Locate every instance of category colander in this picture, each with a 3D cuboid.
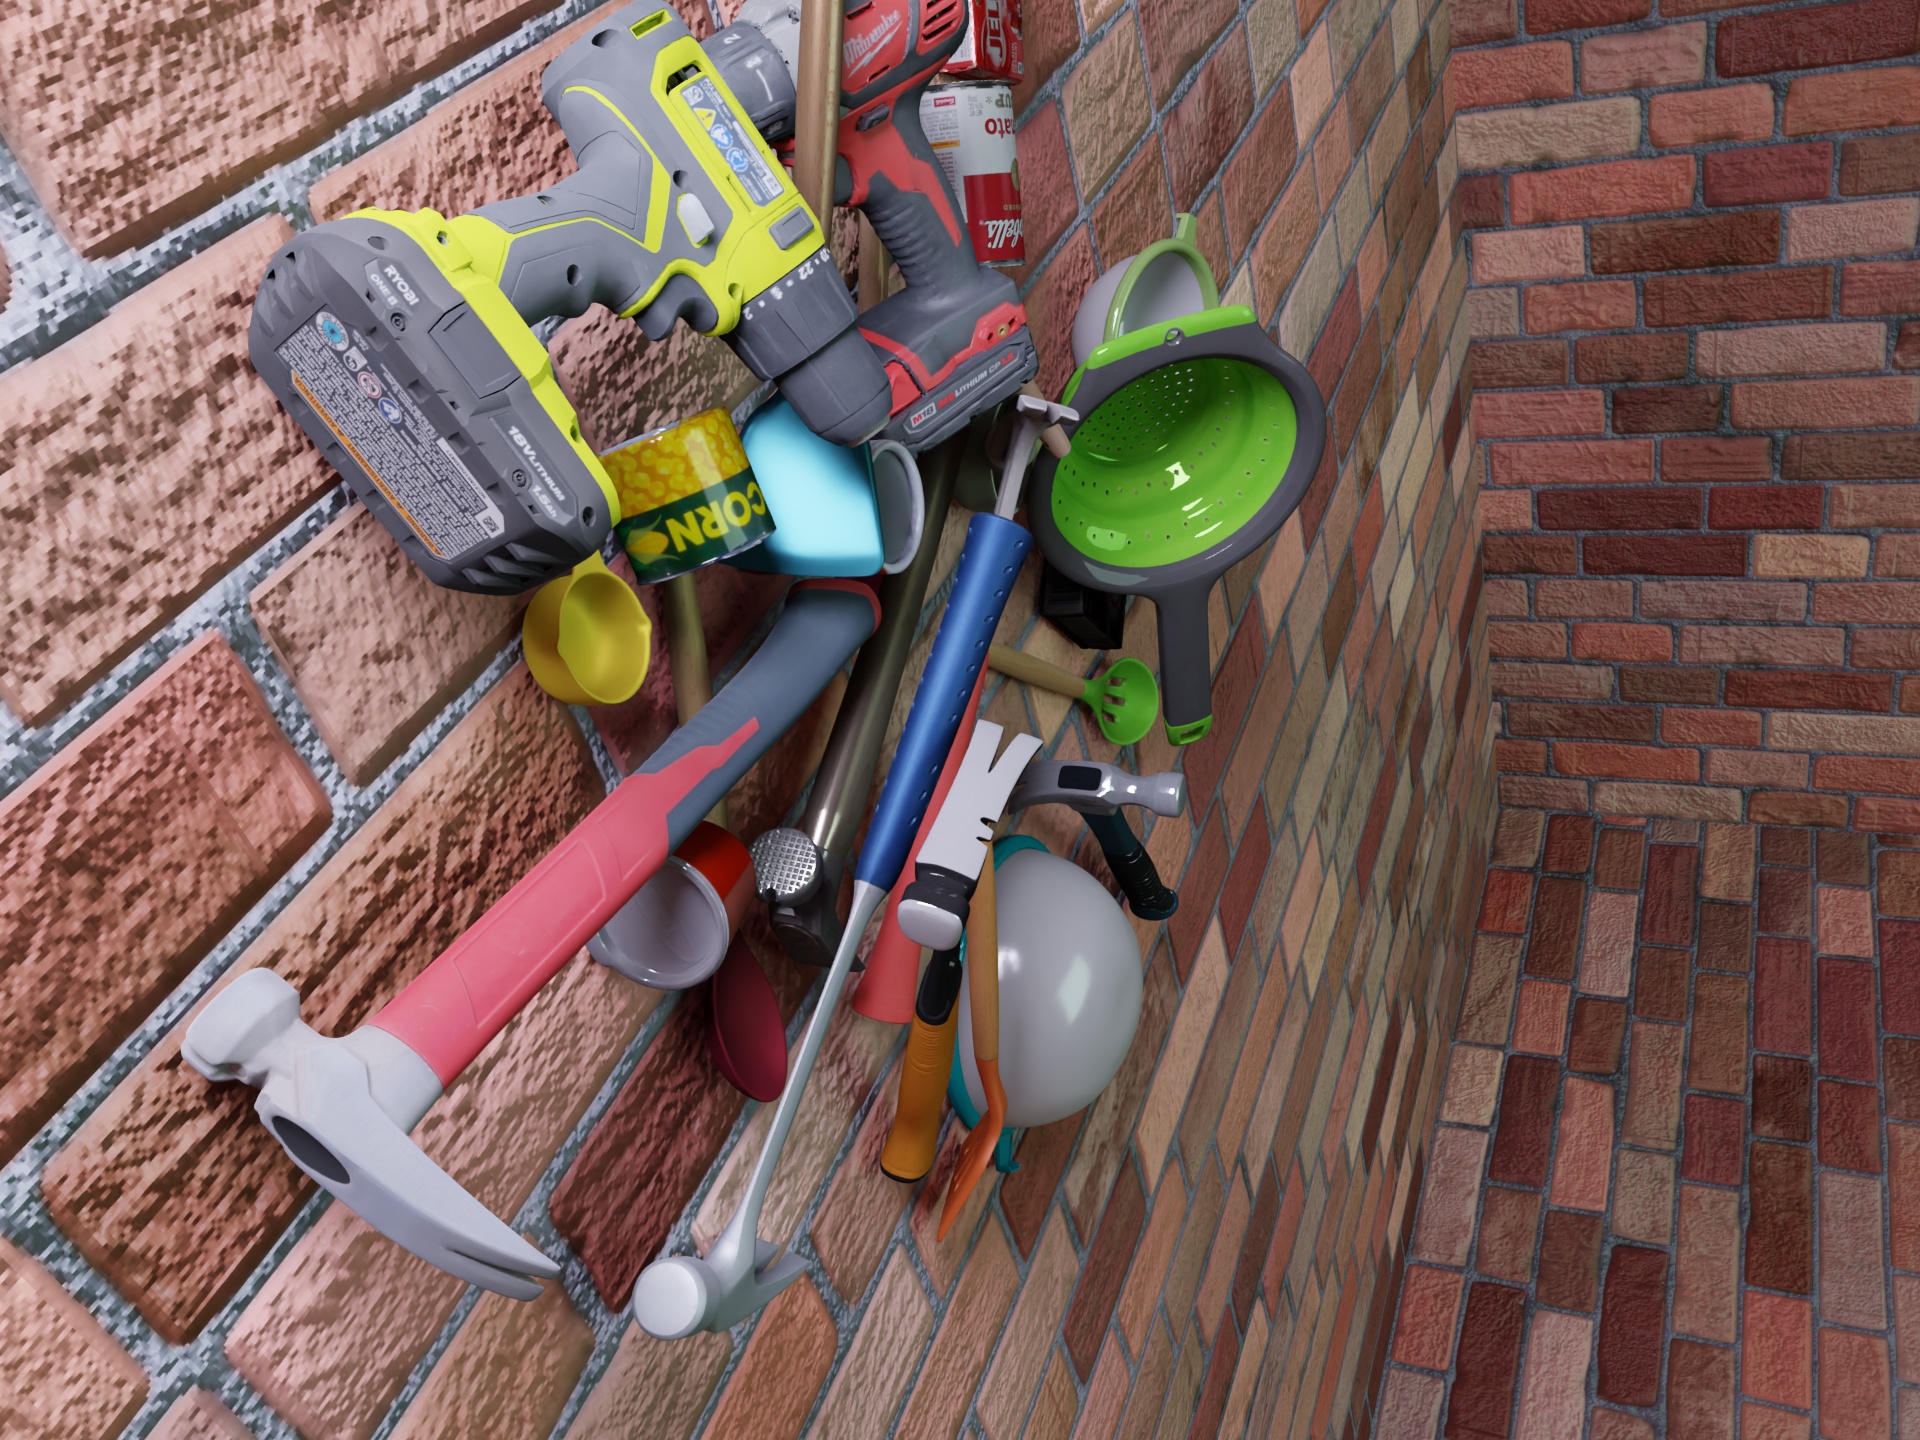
[{"bbox_3d":[0.141,-0.136,1.116,0.396,0.204,0.095,78,-7,-48],"label":"colander"}]

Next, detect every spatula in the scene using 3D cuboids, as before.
[{"bbox_3d":[0.006,0.180,0.950,0.081,0.041,0.322,-68,160,-55],"label":"spatula"},{"bbox_3d":[-0.064,-0.221,0.696,0.044,0.082,0.317,-83,178,-67],"label":"spatula"}]

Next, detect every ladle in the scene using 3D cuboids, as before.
[{"bbox_3d":[-0.121,0.036,0.765,0.069,0.031,0.315,-50,136,-71],"label":"ladle"}]

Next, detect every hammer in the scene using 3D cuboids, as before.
[{"bbox_3d":[-0.033,-0.063,0.896,0.146,0.038,0.411,74,28,-61],"label":"hammer"},{"bbox_3d":[-0.047,0.092,0.773,0.144,0.035,0.405,53,56,-70],"label":"hammer"},{"bbox_3d":[-0.001,-0.003,0.899,0.149,0.036,0.359,-148,-108,-82],"label":"hammer"},{"bbox_3d":[0.122,0.096,1.190,0.330,0.128,0.033,56,45,-64],"label":"hammer"},{"bbox_3d":[-0.012,0.150,0.852,0.336,0.034,0.127,99,12,-48],"label":"hammer"},{"bbox_3d":[-0.118,0.051,0.657,0.038,0.143,0.386,-50,-179,40],"label":"hammer"}]

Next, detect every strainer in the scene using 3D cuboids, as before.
[{"bbox_3d":[0.055,0.141,1.058,0.211,0.095,0.340,-63,146,-40],"label":"strainer"},{"bbox_3d":[0.096,-0.249,1.155,0.256,0.069,0.151,-45,136,-30],"label":"strainer"}]

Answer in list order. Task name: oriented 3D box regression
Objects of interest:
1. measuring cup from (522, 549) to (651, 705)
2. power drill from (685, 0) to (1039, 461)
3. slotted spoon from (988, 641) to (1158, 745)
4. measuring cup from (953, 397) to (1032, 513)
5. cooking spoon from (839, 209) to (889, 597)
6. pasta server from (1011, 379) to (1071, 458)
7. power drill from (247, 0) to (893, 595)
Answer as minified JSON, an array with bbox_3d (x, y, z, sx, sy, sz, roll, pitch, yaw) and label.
[{"bbox_3d":[-0.171,-0.081,0.664,0.062,0.029,0.156,-27,105,-61],"label":"measuring cup"},{"bbox_3d":[-0.060,-0.237,0.769,0.188,0.080,0.226,-37,134,-22],"label":"power drill"},{"bbox_3d":[0.074,-0.030,1.158,0.313,0.031,0.070,15,85,-61],"label":"slotted spoon"},{"bbox_3d":[0.029,-0.150,1.046,0.167,0.038,0.083,56,43,-60],"label":"measuring cup"},{"bbox_3d":[-0.049,-0.224,0.888,0.068,0.017,0.319,-15,108,-63],"label":"cooking spoon"},{"bbox_3d":[-0.011,-0.266,0.875,0.040,0.060,0.315,-43,128,-6],"label":"pasta server"},{"bbox_3d":[-0.128,-0.149,0.605,0.190,0.080,0.229,55,46,-19],"label":"power drill"}]
